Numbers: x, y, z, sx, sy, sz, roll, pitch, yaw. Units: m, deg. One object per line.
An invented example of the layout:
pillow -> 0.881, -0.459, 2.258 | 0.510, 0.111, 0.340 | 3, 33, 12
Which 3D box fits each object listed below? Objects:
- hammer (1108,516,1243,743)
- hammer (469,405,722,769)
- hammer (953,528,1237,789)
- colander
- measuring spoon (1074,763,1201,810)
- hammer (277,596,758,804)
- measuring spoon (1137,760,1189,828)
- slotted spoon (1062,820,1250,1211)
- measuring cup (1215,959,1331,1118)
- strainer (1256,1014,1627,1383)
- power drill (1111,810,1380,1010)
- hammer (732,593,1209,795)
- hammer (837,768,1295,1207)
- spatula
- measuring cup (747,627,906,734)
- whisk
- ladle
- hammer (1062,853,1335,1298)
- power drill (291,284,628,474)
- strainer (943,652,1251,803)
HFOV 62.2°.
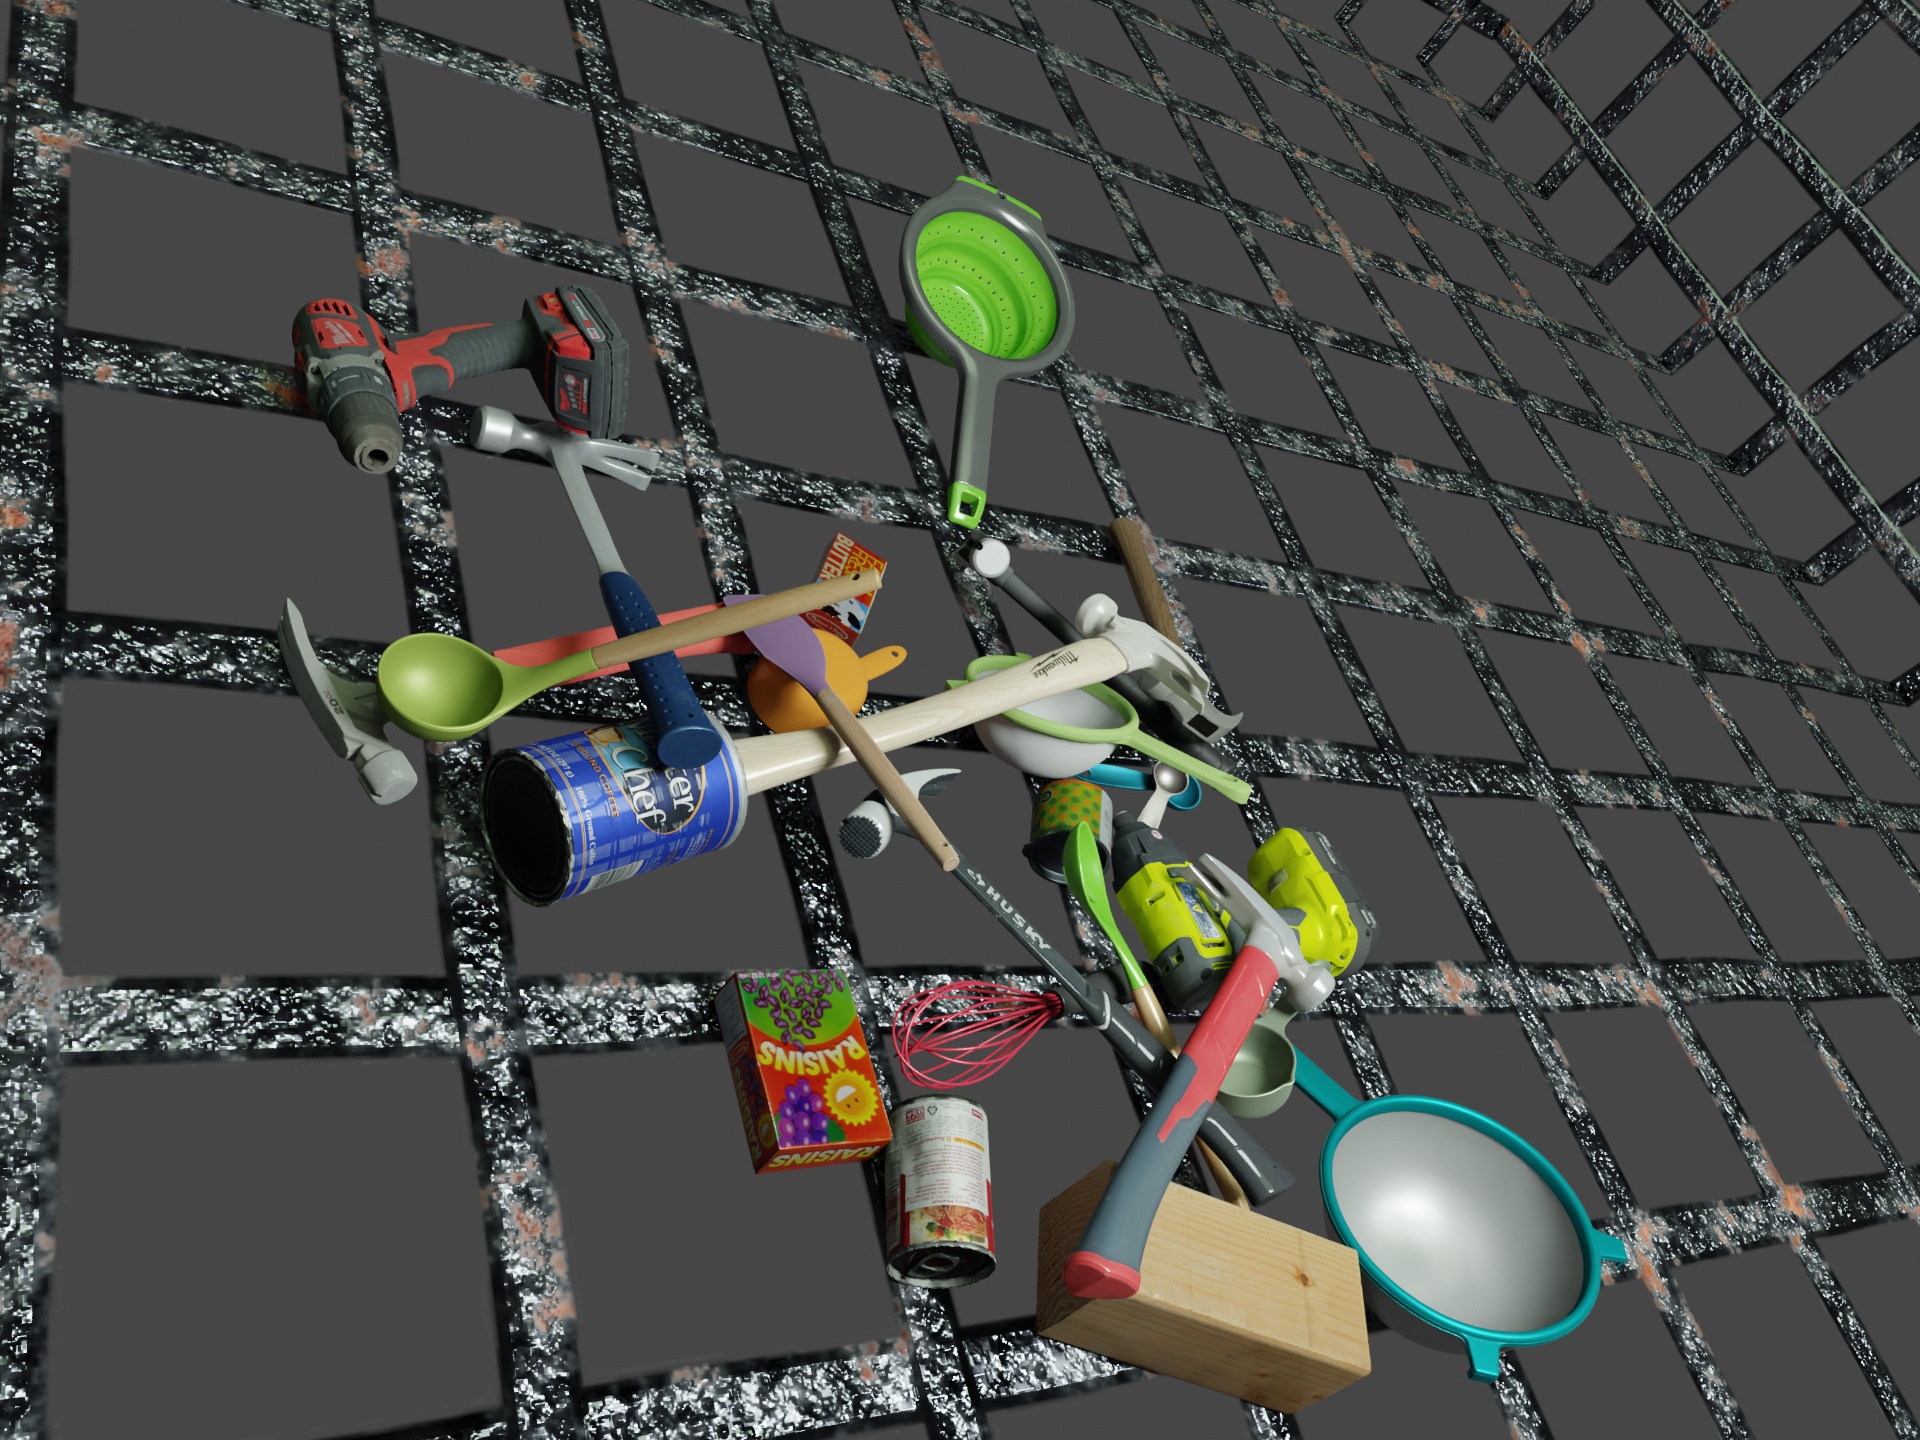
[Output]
hammer -> 0.188, -0.094, 1.492 | 0.130, 0.031, 0.332 | 37, 24, -30
hammer -> -0.241, -0.105, 1.130 | 0.144, 0.035, 0.406 | 8, 33, -34
hammer -> 0.123, -0.052, 1.422 | 0.334, 0.035, 0.146 | 41, 1, -14
colander -> 0.002, -0.355, 1.604 | 0.204, 0.094, 0.397 | 18, 63, -26
measuring spoon -> 0.151, 0.057, 1.400 | 0.128, 0.021, 0.042 | 10, 57, -20
hammer -> -0.287, -0.050, 1.129 | 0.359, 0.036, 0.149 | -19, 68, -45
measuring spoon -> 0.161, 0.084, 1.366 | 0.034, 0.018, 0.124 | 34, 58, -3
slotted spoon -> 0.144, 0.224, 1.190 | 0.314, 0.031, 0.070 | 66, 15, 9
measuring cup -> 0.242, 0.245, 1.231 | 0.083, 0.038, 0.167 | 23, 43, 32
strainer -> 0.315, 0.354, 1.218 | 0.211, 0.095, 0.341 | -18, 46, -37
power drill -> 0.229, 0.149, 1.319 | 0.223, 0.080, 0.171 | 4, 49, -38
hammer -> -0.002, -0.004, 1.202 | 0.410, 0.038, 0.146 | -18, 42, -30
hammer -> 0.086, 0.190, 1.132 | 0.409, 0.036, 0.149 | 46, 26, 1
spatula -> -0.084, -0.002, 1.138 | 0.059, 0.018, 0.316 | -4, 40, -36
measuring cup -> -0.090, -0.043, 1.264 | 0.095, 0.052, 0.173 | 51, 43, 11
whisk -> 0.055, 0.211, 1.155 | 0.295, 0.073, 0.073 | -5, 58, -49
ladle -> -0.207, -0.053, 0.991 | 0.320, 0.062, 0.078 | -15, 53, 4
hammer -> 0.147, 0.235, 1.079 | 0.143, 0.038, 0.386 | 46, 38, 1
power drill -> -0.361, -0.247, 1.164 | 0.226, 0.080, 0.188 | -10, 44, -26
strainer -> 0.112, 0.027, 1.306 | 0.256, 0.069, 0.151 | 26, 22, 20
